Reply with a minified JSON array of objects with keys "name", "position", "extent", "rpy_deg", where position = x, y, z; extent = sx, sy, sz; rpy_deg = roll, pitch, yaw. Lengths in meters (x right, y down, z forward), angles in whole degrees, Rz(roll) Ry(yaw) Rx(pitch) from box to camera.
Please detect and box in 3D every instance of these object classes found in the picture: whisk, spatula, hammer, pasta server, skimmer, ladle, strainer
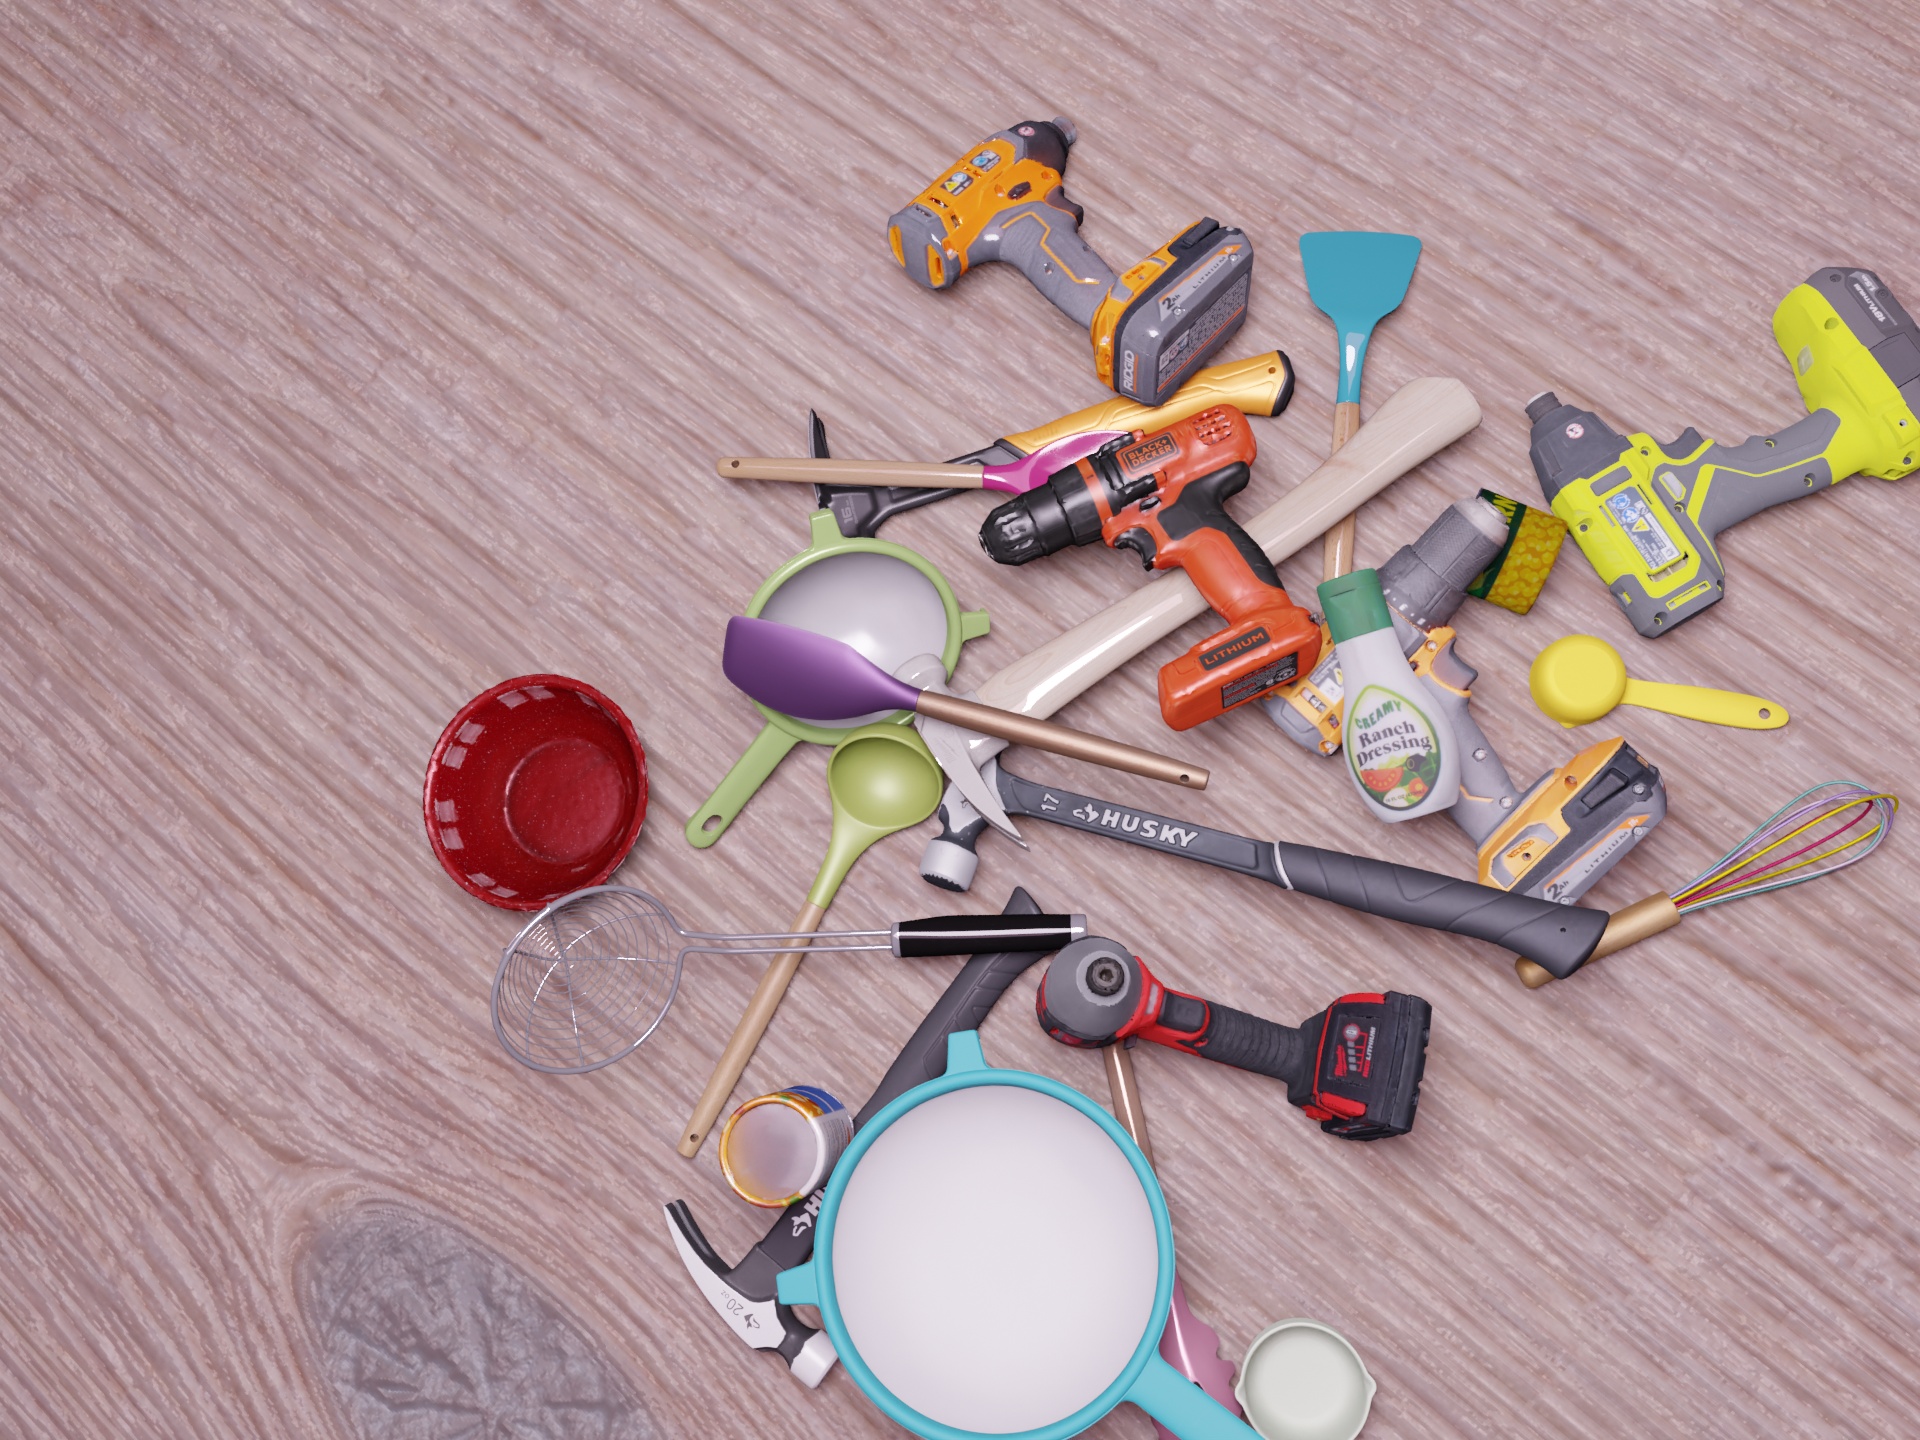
[{"name":"whisk","position":[0.454,0.101,0.972],"extent":[0.245,0.047,0.051],"rpy_deg":[-27,78,7]},{"name":"spatula","position":[0.259,-0.183,1.066],"extent":[0.082,0.044,0.317],"rpy_deg":[4,85,9]},{"name":"hammer","position":[-0.051,0.249,1.031],"extent":[0.146,0.035,0.335],"rpy_deg":[36,87,13]},{"name":"pasta server","position":[0.119,0.304,0.999],"extent":[0.060,0.040,0.316],"rpy_deg":[-14,74,7]},{"name":"hammer","position":[0.180,0.080,0.977],"extent":[0.409,0.036,0.149],"rpy_deg":[13,71,23]},{"name":"skimmer","position":[-0.102,0.155,0.989],"extent":[0.363,0.090,0.127],"rpy_deg":[-3,114,4]},{"name":"hammer","position":[0.160,-0.082,1.013],"extent":[0.410,0.038,0.146],"rpy_deg":[-34,65,0]},{"name":"spatula","position":[-0.002,-0.003,0.982],"extent":[0.316,0.018,0.059],"rpy_deg":[15,113,12]},{"name":"ladle","position":[-0.107,0.147,1.049],"extent":[0.078,0.062,0.320],"rpy_deg":[28,88,-7]},{"name":"hammer","position":[0.061,-0.197,1.094],"extent":[0.337,0.034,0.127],"rpy_deg":[-16,79,6]},{"name":"strainer","position":[0.075,0.354,0.938],"extent":[0.340,0.095,0.211],"rpy_deg":[34,81,17]},{"name":"strainer","position":[-0.111,-0.024,1.077],"extent":[0.256,0.151,0.069],"rpy_deg":[-50,32,15]}]

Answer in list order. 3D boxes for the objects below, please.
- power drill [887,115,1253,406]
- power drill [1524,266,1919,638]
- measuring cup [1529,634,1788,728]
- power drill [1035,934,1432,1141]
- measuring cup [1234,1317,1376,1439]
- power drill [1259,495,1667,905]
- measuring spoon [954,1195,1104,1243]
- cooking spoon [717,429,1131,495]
[{"name":"power drill","position":[0.084,-0.325,1.078],"extent":[0.227,0.084,0.164],"rpy_deg":[36,69,22]},{"name":"power drill","position":[0.484,-0.178,1.001],"extent":[0.223,0.080,0.171],"rpy_deg":[-30,77,6]},{"name":"measuring cup","position":[0.441,-0.018,1.001],"extent":[0.156,0.029,0.062],"rpy_deg":[11,82,13]},{"name":"power drill","position":[0.155,0.182,0.944],"extent":[0.219,0.143,0.079],"rpy_deg":[15,72,3]},{"name":"measuring cup","position":[0.212,0.444,0.952],"extent":[0.083,0.038,0.168],"rpy_deg":[-7,81,8]},{"name":"power drill","position":[0.322,-0.008,0.970],"extent":[0.226,0.084,0.185],"rpy_deg":[44,111,14]},{"name":"measuring spoon","position":[0.038,0.315,1.012],"extent":[0.124,0.018,0.034],"rpy_deg":[0,80,10]},{"name":"cooking spoon","position":[-0.010,-0.165,1.073],"extent":[0.319,0.017,0.069],"rpy_deg":[4,82,9]}]
